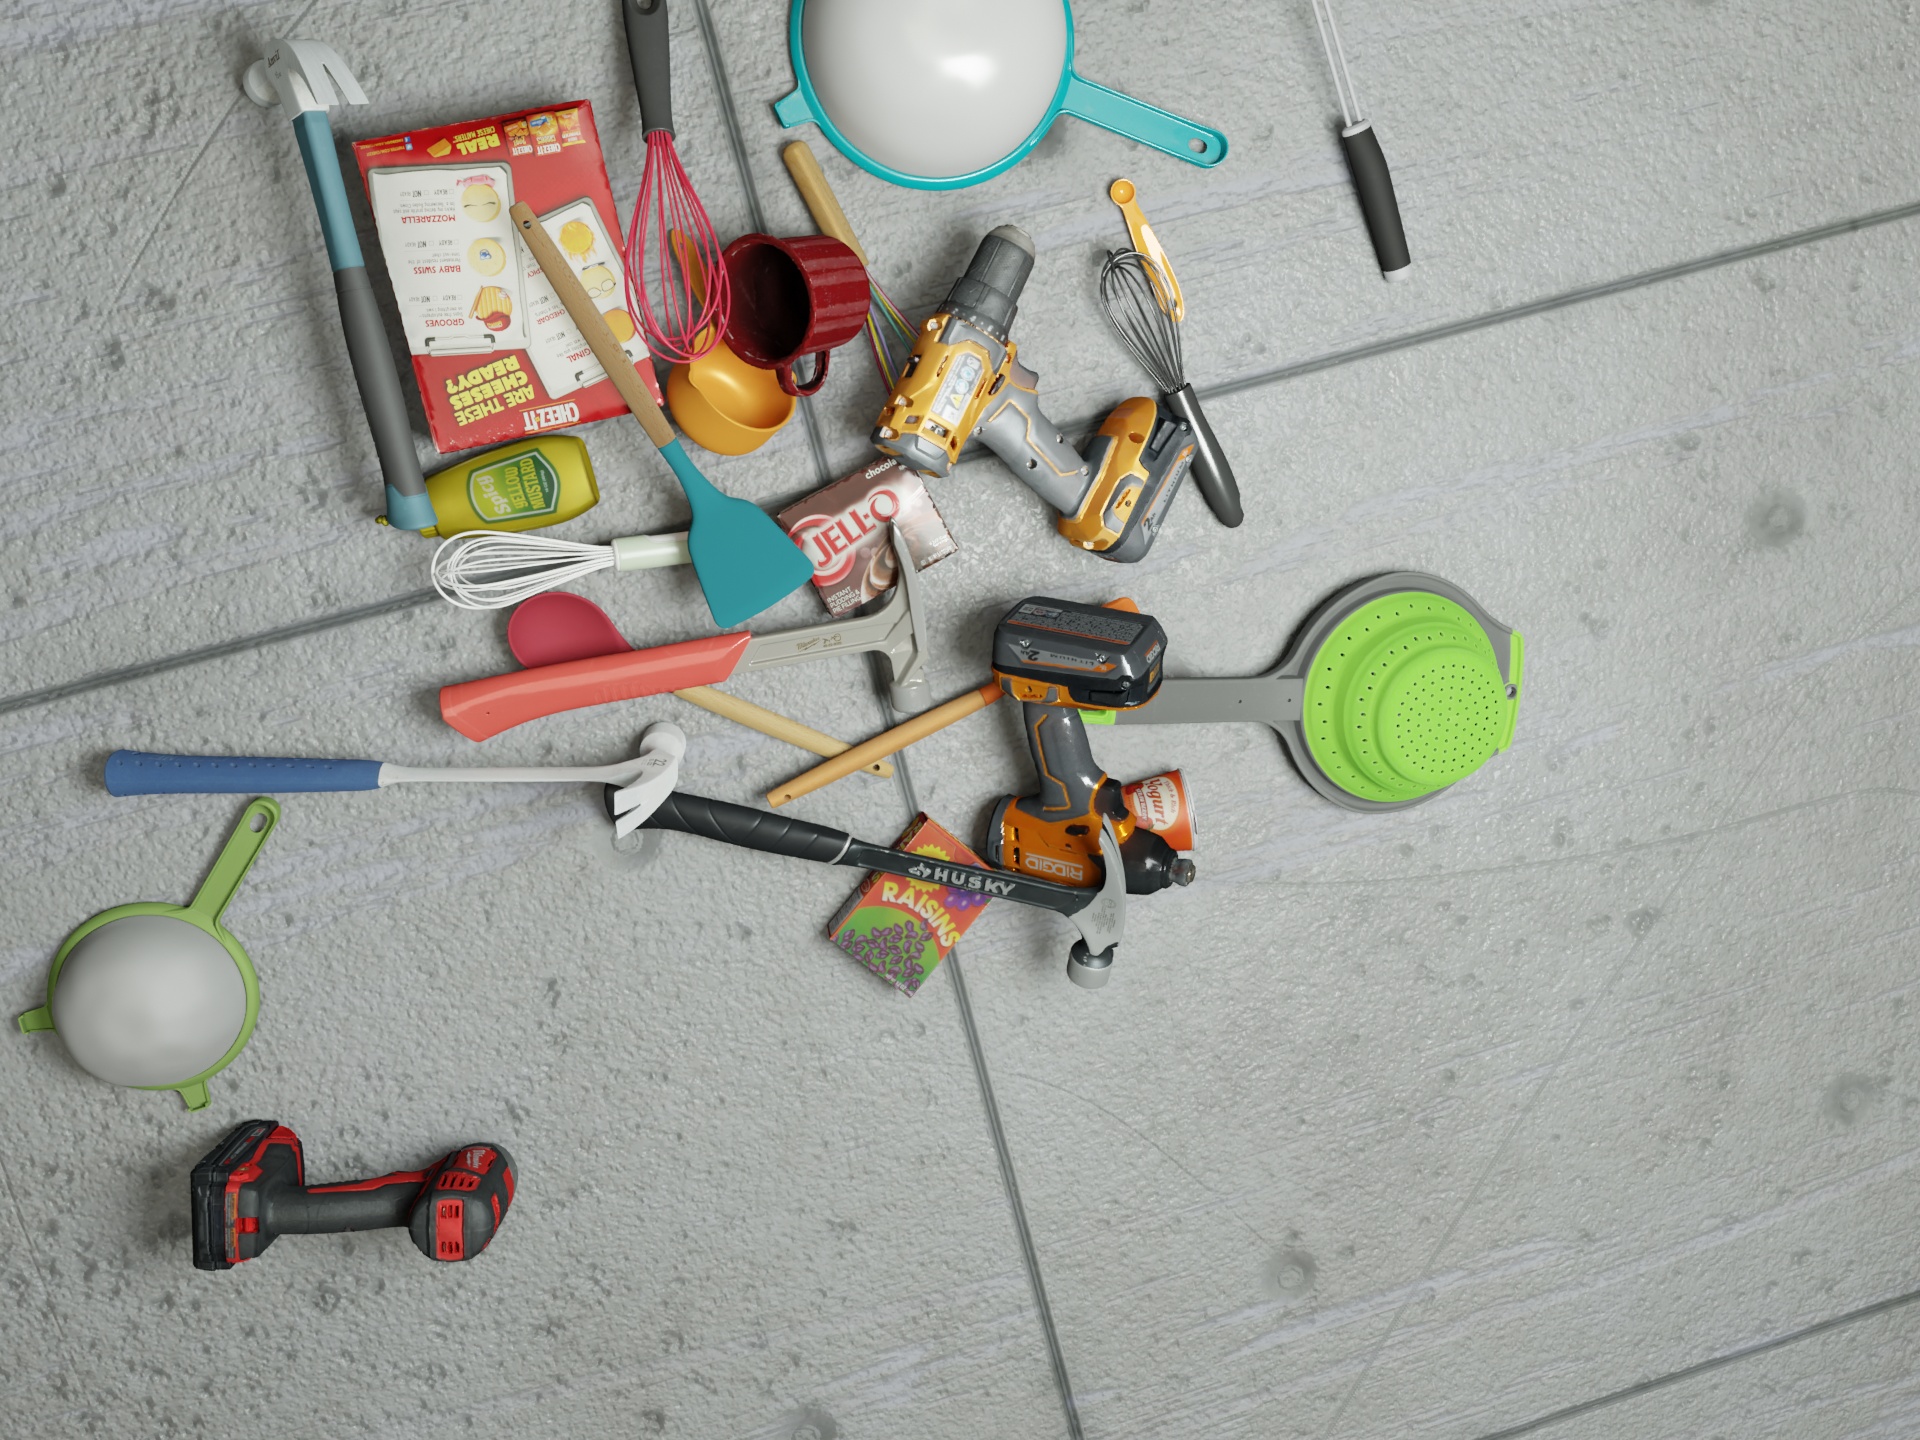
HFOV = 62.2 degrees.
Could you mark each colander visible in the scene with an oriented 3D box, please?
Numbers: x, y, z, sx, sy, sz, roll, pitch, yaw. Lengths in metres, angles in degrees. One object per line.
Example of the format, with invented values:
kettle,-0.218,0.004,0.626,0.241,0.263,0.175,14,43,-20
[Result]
colander,0.286,-0.010,1.252,0.397,0.094,0.204,-1,104,-13

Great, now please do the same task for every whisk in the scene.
whisk,-0.065,-0.316,1.184,0.047,0.051,0.245,-29,99,-7
whisk,0.167,-0.255,1.231,0.055,0.055,0.238,-28,109,-3
whisk,-0.263,-0.122,1.174,0.246,0.058,0.059,-9,114,-18
whisk,-0.207,-0.387,1.105,0.073,0.073,0.296,-7,81,-8

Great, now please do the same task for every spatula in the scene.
spatula,-0.216,-0.214,1.105,0.082,0.044,0.317,-31,113,1
spatula,-0.002,-0.004,1.243,0.322,0.041,0.081,-26,122,-8

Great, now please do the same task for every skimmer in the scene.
skimmer,0.268,-0.508,1.204,0.127,0.090,0.363,-28,114,-6

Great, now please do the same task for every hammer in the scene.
hammer,-0.414,-0.293,1.085,0.033,0.128,0.331,-20,104,-38
hammer,-0.204,-0.050,1.180,0.359,0.037,0.149,-10,111,-5
hammer,-0.413,0.041,1.162,0.405,0.144,0.035,0,111,-2
hammer,-0.073,0.099,1.208,0.409,0.036,0.149,12,125,4

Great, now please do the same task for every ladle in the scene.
ladle,-0.194,-0.019,1.226,0.315,0.031,0.069,23,100,-14

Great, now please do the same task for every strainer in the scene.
strainer,-0.580,0.172,1.178,0.151,0.069,0.256,31,96,-13
strainer,0.046,-0.472,1.141,0.340,0.095,0.211,18,97,-11

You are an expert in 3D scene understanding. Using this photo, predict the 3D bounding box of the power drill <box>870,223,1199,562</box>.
power drill,0.065,-0.236,1.174,0.226,0.084,0.185,25,90,-26

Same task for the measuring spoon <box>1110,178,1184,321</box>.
measuring spoon,0.144,-0.360,1.224,0.021,0.011,0.116,-28,107,-1

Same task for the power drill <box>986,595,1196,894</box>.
power drill,0.101,0.031,1.198,0.164,0.084,0.226,12,122,22

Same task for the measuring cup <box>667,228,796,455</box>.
measuring cup,-0.187,-0.274,1.166,0.095,0.052,0.174,-14,74,-43

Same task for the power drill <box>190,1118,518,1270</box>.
power drill,-0.450,0.356,1.205,0.219,0.143,0.078,1,97,-3
